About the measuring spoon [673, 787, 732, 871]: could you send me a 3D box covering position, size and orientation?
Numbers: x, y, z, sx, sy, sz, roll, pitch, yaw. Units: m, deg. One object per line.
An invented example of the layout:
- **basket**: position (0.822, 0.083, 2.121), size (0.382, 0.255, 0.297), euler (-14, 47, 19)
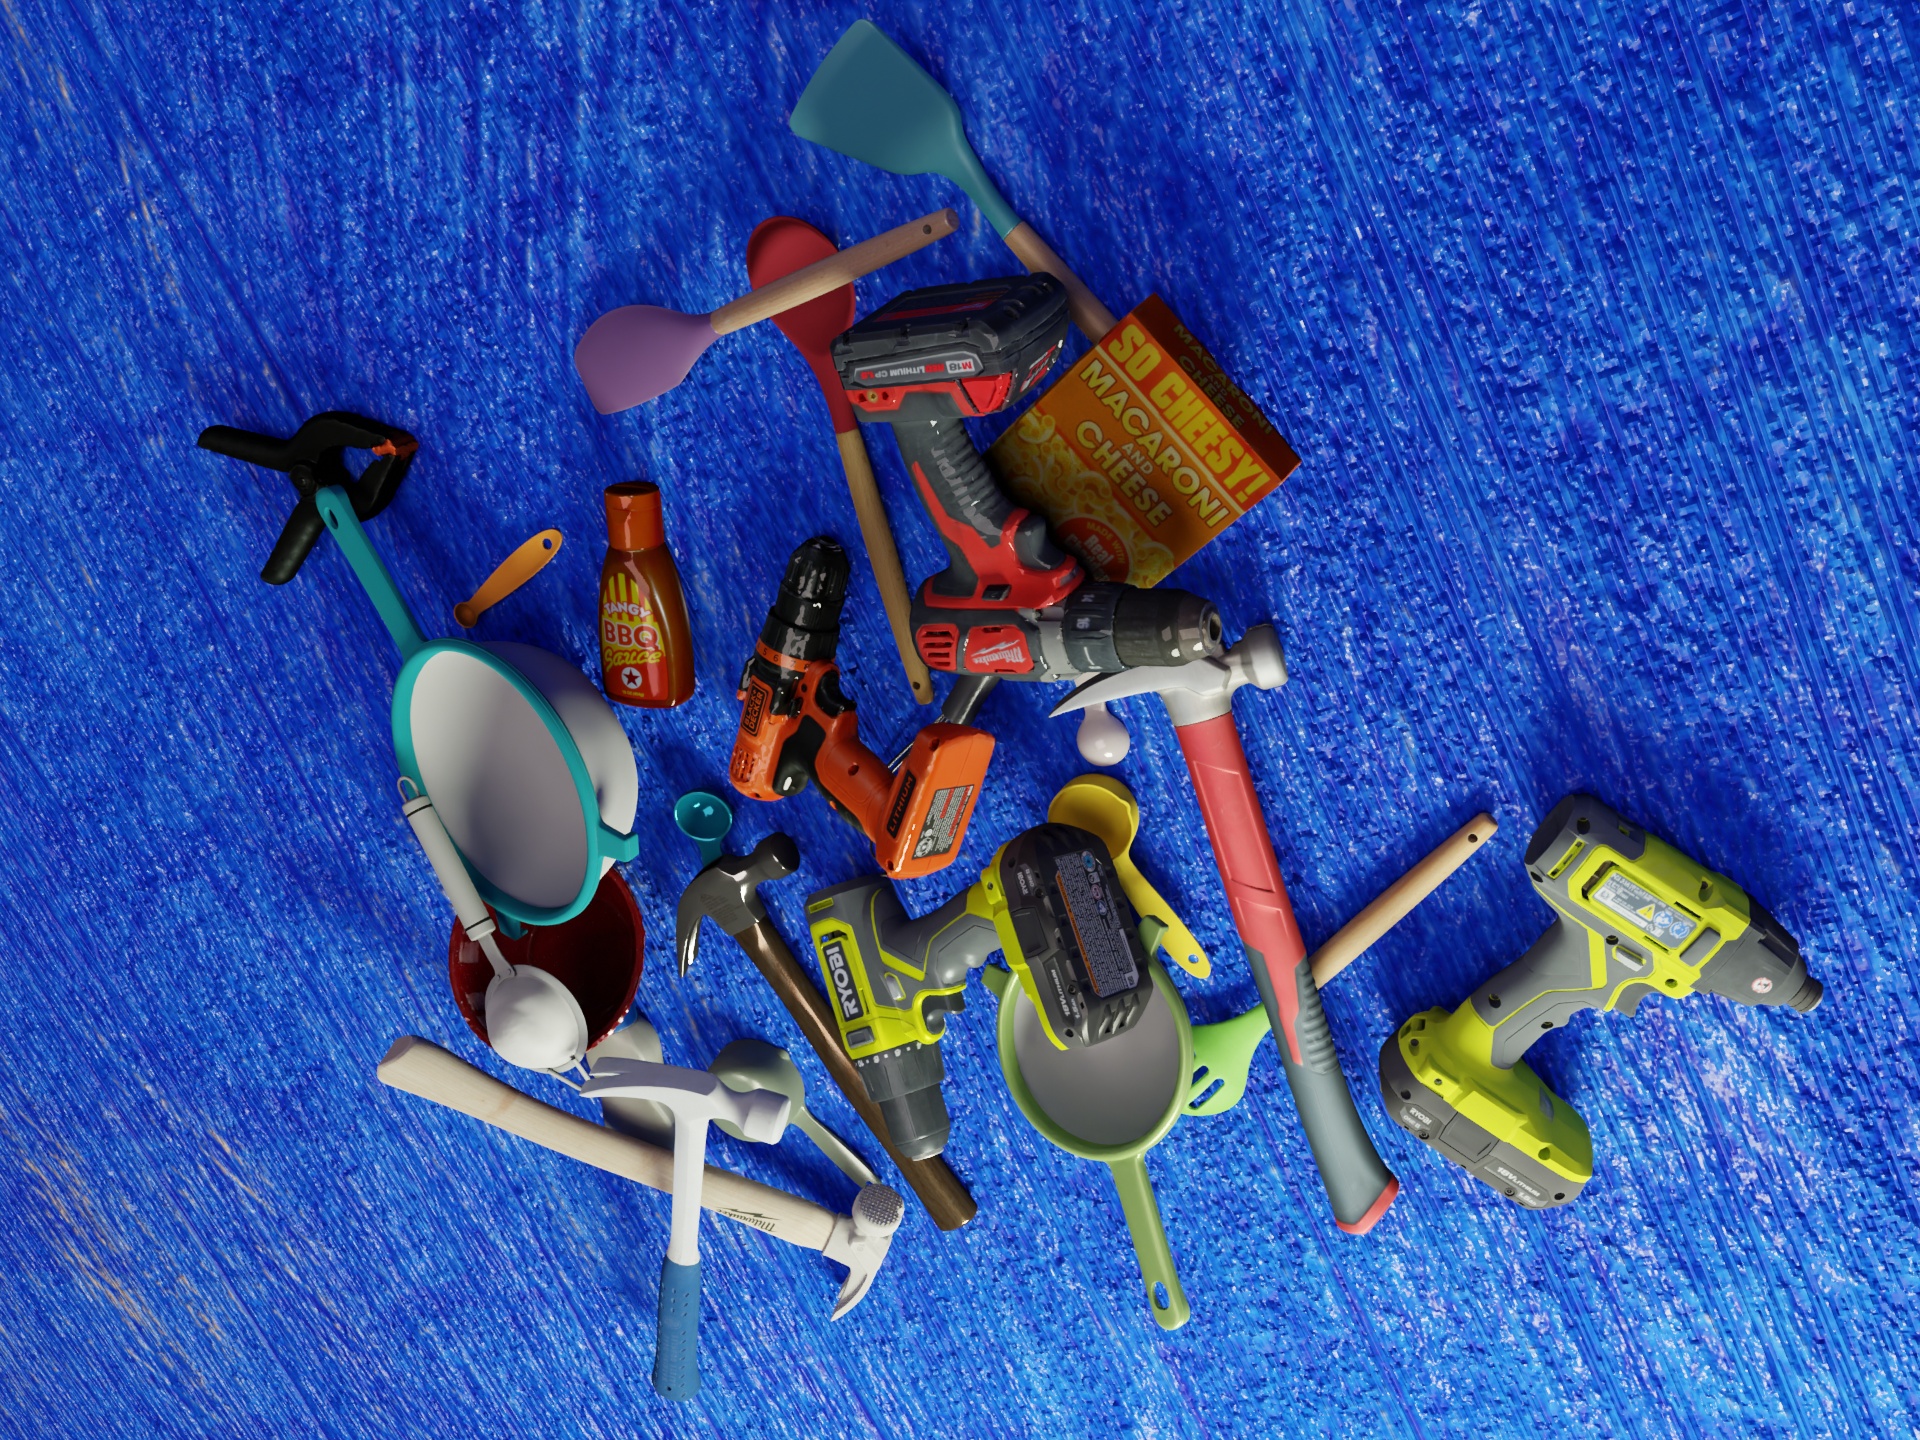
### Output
- **measuring spoon**: position (-0.175, 0.100, 1.150), size (0.042, 0.021, 0.128), euler (-3, 121, 10)

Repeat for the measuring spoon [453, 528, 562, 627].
- **measuring spoon**: position (-0.317, -0.101, 1.121), size (0.117, 0.011, 0.021), euler (-34, 97, 27)

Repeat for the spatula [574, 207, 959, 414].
- **spatula**: position (-0.127, -0.246, 0.943), size (0.316, 0.018, 0.059), euler (-10, 109, 38)

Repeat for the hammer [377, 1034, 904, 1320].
- **hammer**: position (-0.253, 0.343, 1.225), size (0.410, 0.038, 0.146), euler (22, 128, 0)

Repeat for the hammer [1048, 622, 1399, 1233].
- **hammer**: position (0.177, 0.141, 0.977), size (0.143, 0.038, 0.386), euler (-16, 100, 17)

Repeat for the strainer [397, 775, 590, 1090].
- **strainer**: position (-0.335, 0.155, 1.116), size (0.087, 0.050, 0.258), euler (-29, 88, 28)

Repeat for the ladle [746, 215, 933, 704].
- **ladle**: position (-0.062, -0.154, 0.984), size (0.069, 0.031, 0.315), euler (-3, 113, 31)

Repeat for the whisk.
- **whisk**: position (-0.002, -0.003, 1.016), size (0.055, 0.055, 0.239), euler (33, 117, 5)

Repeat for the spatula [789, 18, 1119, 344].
- **spatula**: position (0.042, -0.250, 0.889), size (0.317, 0.044, 0.082), euler (46, 132, -4)

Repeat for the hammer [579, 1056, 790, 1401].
- **hammer**: position (-0.216, 0.398, 1.209), size (0.144, 0.035, 0.405), euler (15, 129, 5)

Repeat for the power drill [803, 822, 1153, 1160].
- **power drill**: position (0.006, 0.175, 1.029), size (0.228, 0.080, 0.191), euler (-25, 78, 38)

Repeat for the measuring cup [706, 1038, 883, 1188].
- **measuring cup**: position (-0.127, 0.314, 1.208), size (0.167, 0.038, 0.083), euler (41, 121, 3)

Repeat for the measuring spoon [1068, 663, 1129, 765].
- **measuring spoon**: position (0.076, -0.027, 0.989), size (0.034, 0.018, 0.124), euler (-8, 108, 25)

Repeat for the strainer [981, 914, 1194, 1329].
- **strainer**: position (0.115, 0.256, 1.033), size (0.151, 0.069, 0.256), euler (-24, 76, 36)

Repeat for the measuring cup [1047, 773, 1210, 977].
- **measuring cup**: position (0.116, 0.100, 1.025), size (0.062, 0.029, 0.156), euler (-32, 101, 30)

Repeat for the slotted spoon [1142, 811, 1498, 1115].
- **slotted spoon**: position (0.221, 0.160, 1.009), size (0.070, 0.031, 0.313), euler (43, 119, 4)

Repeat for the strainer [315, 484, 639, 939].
- **strainer**: position (-0.327, -0.025, 1.112), size (0.211, 0.095, 0.340), euler (-33, 87, 44)

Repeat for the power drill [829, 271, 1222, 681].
- **power drill**: position (0.038, -0.121, 0.871), size (0.188, 0.080, 0.226), euler (3, 124, 33)

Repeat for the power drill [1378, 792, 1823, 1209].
- **power drill**: position (0.366, 0.172, 0.929), size (0.171, 0.080, 0.223), euler (34, 117, 5)

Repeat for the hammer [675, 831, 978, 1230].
- **hammer**: position (-0.092, 0.240, 1.160), size (0.130, 0.031, 0.331), euler (-28, 102, 25)
